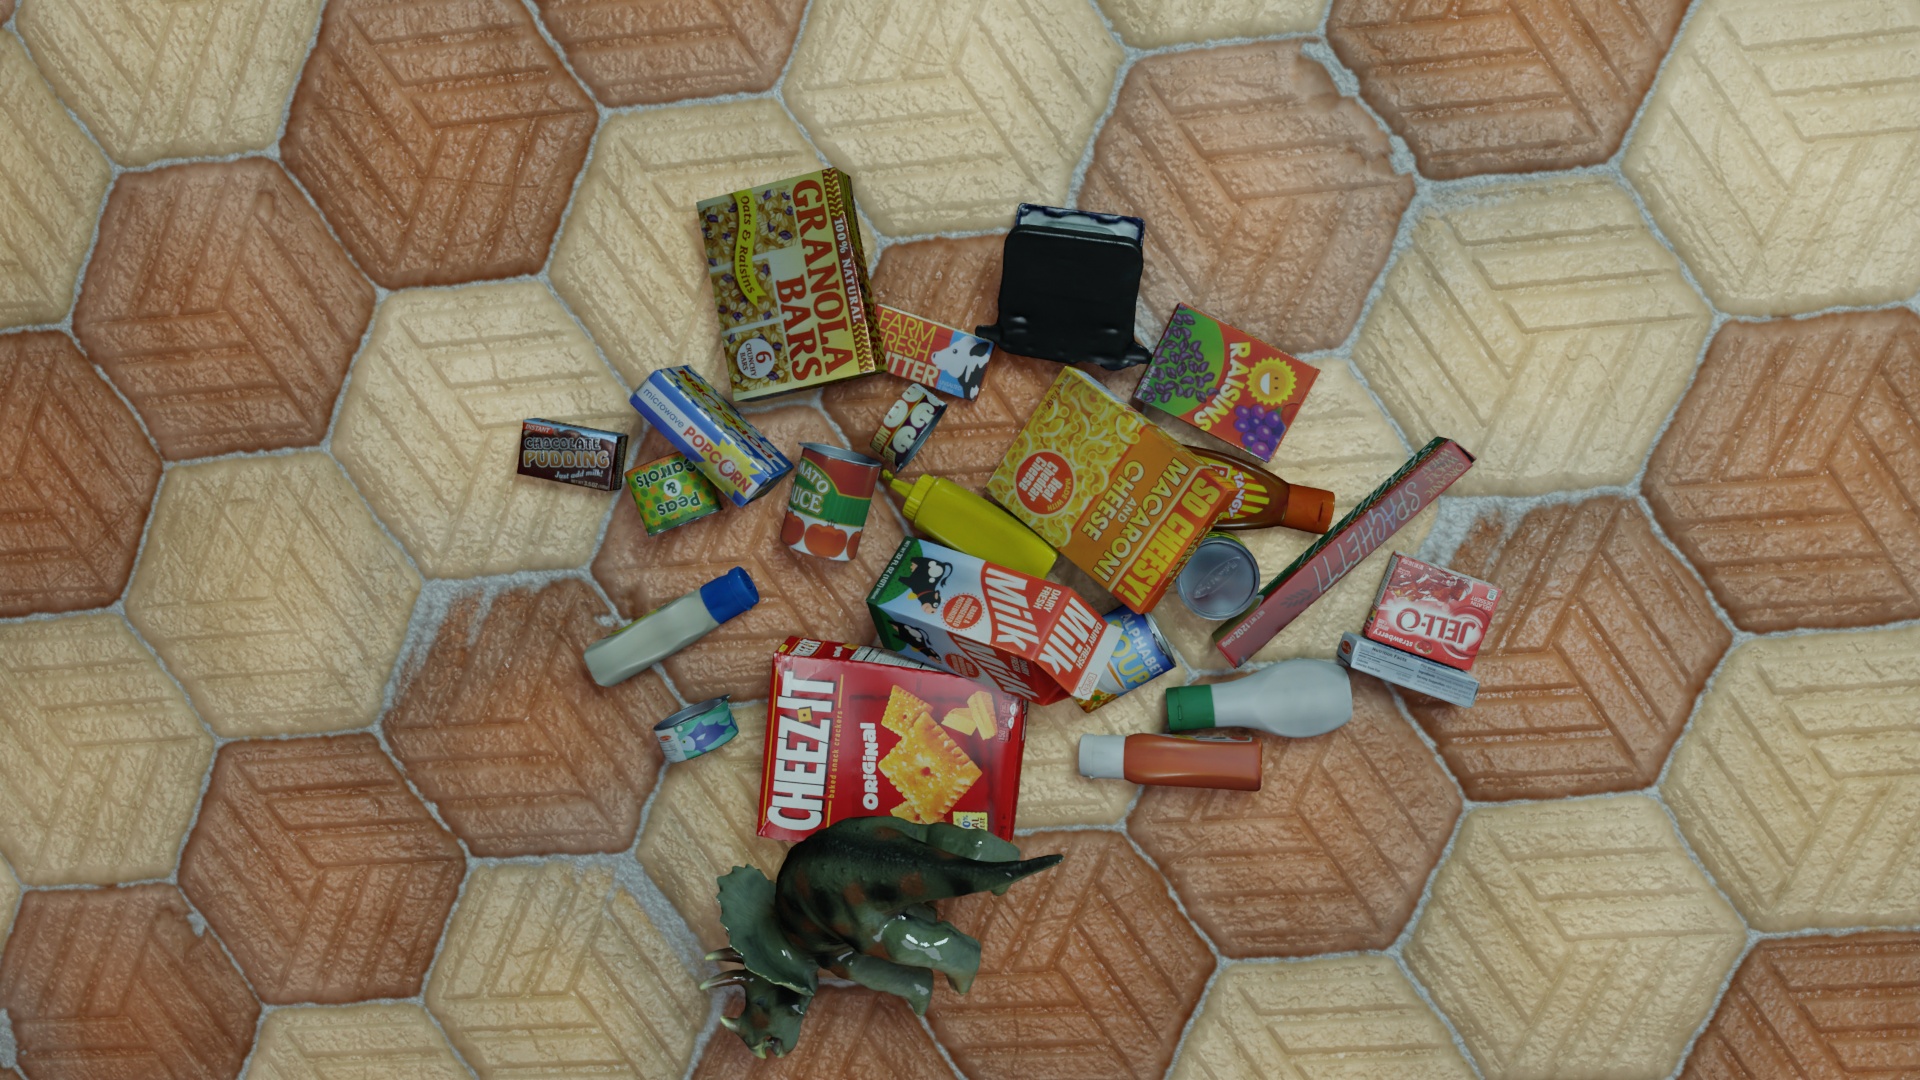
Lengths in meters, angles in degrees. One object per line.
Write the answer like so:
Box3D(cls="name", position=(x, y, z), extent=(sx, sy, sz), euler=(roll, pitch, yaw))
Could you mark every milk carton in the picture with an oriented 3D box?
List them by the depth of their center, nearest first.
Box3D(cls="milk carton", position=(0.028, 0.068, 1.098), extent=(0.191, 0.073, 0.073), euler=(17, 59, 23))

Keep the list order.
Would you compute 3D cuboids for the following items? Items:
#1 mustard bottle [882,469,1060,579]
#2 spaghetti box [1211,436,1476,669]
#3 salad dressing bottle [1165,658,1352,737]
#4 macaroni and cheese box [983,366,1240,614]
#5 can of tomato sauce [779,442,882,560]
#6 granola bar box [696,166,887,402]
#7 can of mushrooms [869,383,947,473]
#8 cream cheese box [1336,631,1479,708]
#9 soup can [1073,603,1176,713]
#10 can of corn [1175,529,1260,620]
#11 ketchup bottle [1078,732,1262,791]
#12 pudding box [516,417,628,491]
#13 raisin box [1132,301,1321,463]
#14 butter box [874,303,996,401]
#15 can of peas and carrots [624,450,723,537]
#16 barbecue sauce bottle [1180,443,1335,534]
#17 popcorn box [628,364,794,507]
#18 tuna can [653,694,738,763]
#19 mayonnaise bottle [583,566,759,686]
Box3D(cls="mustard bottle", position=(0.004, -0.014, 1.139), extent=(0.160, 0.065, 0.048), euler=(29, 100, 6))
Box3D(cls="spaghetti box", position=(0.305, 0.009, 1.119), extent=(0.250, 0.050, 0.028), euler=(-43, 91, 8))
Box3D(cls="salad dressing bottle", position=(0.244, 0.133, 1.145), extent=(0.148, 0.044, 0.064), euler=(-6, 93, 7))
Box3D(cls="macaroni and cheese box", position=(0.118, -0.041, 1.101), extent=(0.167, 0.040, 0.123), euler=(40, 108, 21))
Box3D(cls="can of tomato sauce", position=(-0.109, -0.033, 1.143), extent=(0.071, 0.071, 0.083), euler=(16, 99, 3))
Box3D(cls="granola bar box", position=(-0.136, -0.204, 1.125), extent=(0.124, 0.039, 0.165), euler=(-11, 90, 14))
Box3D(cls="can of mushrooms", position=(-0.044, -0.091, 1.129), extent=(0.033, 0.071, 0.071), euler=(36, 99, 1))
Box3D(cls="cream cheese box", position=(0.362, 0.104, 1.125), extent=(0.104, 0.053, 0.024), euler=(19, 97, 2))
Box3D(cls="soup can", position=(0.124, 0.094, 1.136), extent=(0.083, 0.071, 0.071), euler=(-30, 94, 9))
Box3D(cls="can of corn", position=(0.205, 0.024, 1.126), extent=(0.071, 0.058, 0.071), euler=(1, 98, 5))
Box3D(cls="ketchup bottle", position=(0.174, 0.182, 1.150), extent=(0.149, 0.064, 0.043), euler=(1, 77, 13))
Box3D(cls="pudding box", position=(-0.328, -0.073, 1.177), extent=(0.084, 0.030, 0.049), euler=(11, 97, 4))
Box3D(cls="raisin box", position=(0.212, -0.127, 1.116), extent=(0.123, 0.040, 0.086), euler=(26, 98, 1))
Box3D(cls="butter box", position=(-0.027, -0.155, 1.142), extent=(0.103, 0.024, 0.053), euler=(18, 98, 2))
Box3D(cls="can of peas and carrots", position=(-0.238, -0.041, 1.152), extent=(0.071, 0.071, 0.058), euler=(-20, 95, 8))
Box3D(cls="barbecue sauce bottle", position=(0.225, -0.036, 1.124), extent=(0.148, 0.044, 0.065), euler=(11, 94, 3))
Box3D(cls="popcorn box", position=(-0.202, -0.087, 1.136), extent=(0.126, 0.085, 0.038), euler=(44, 100, -2))
Box3D(cls="tuna can", position=(-0.222, 0.160, 1.181), extent=(0.071, 0.071, 0.033), euler=(-20, 96, 8))
Box3D(cls="mayonnaise bottle", position=(-0.242, 0.072, 1.174), extent=(0.148, 0.065, 0.041), euler=(-29, 90, 4))
